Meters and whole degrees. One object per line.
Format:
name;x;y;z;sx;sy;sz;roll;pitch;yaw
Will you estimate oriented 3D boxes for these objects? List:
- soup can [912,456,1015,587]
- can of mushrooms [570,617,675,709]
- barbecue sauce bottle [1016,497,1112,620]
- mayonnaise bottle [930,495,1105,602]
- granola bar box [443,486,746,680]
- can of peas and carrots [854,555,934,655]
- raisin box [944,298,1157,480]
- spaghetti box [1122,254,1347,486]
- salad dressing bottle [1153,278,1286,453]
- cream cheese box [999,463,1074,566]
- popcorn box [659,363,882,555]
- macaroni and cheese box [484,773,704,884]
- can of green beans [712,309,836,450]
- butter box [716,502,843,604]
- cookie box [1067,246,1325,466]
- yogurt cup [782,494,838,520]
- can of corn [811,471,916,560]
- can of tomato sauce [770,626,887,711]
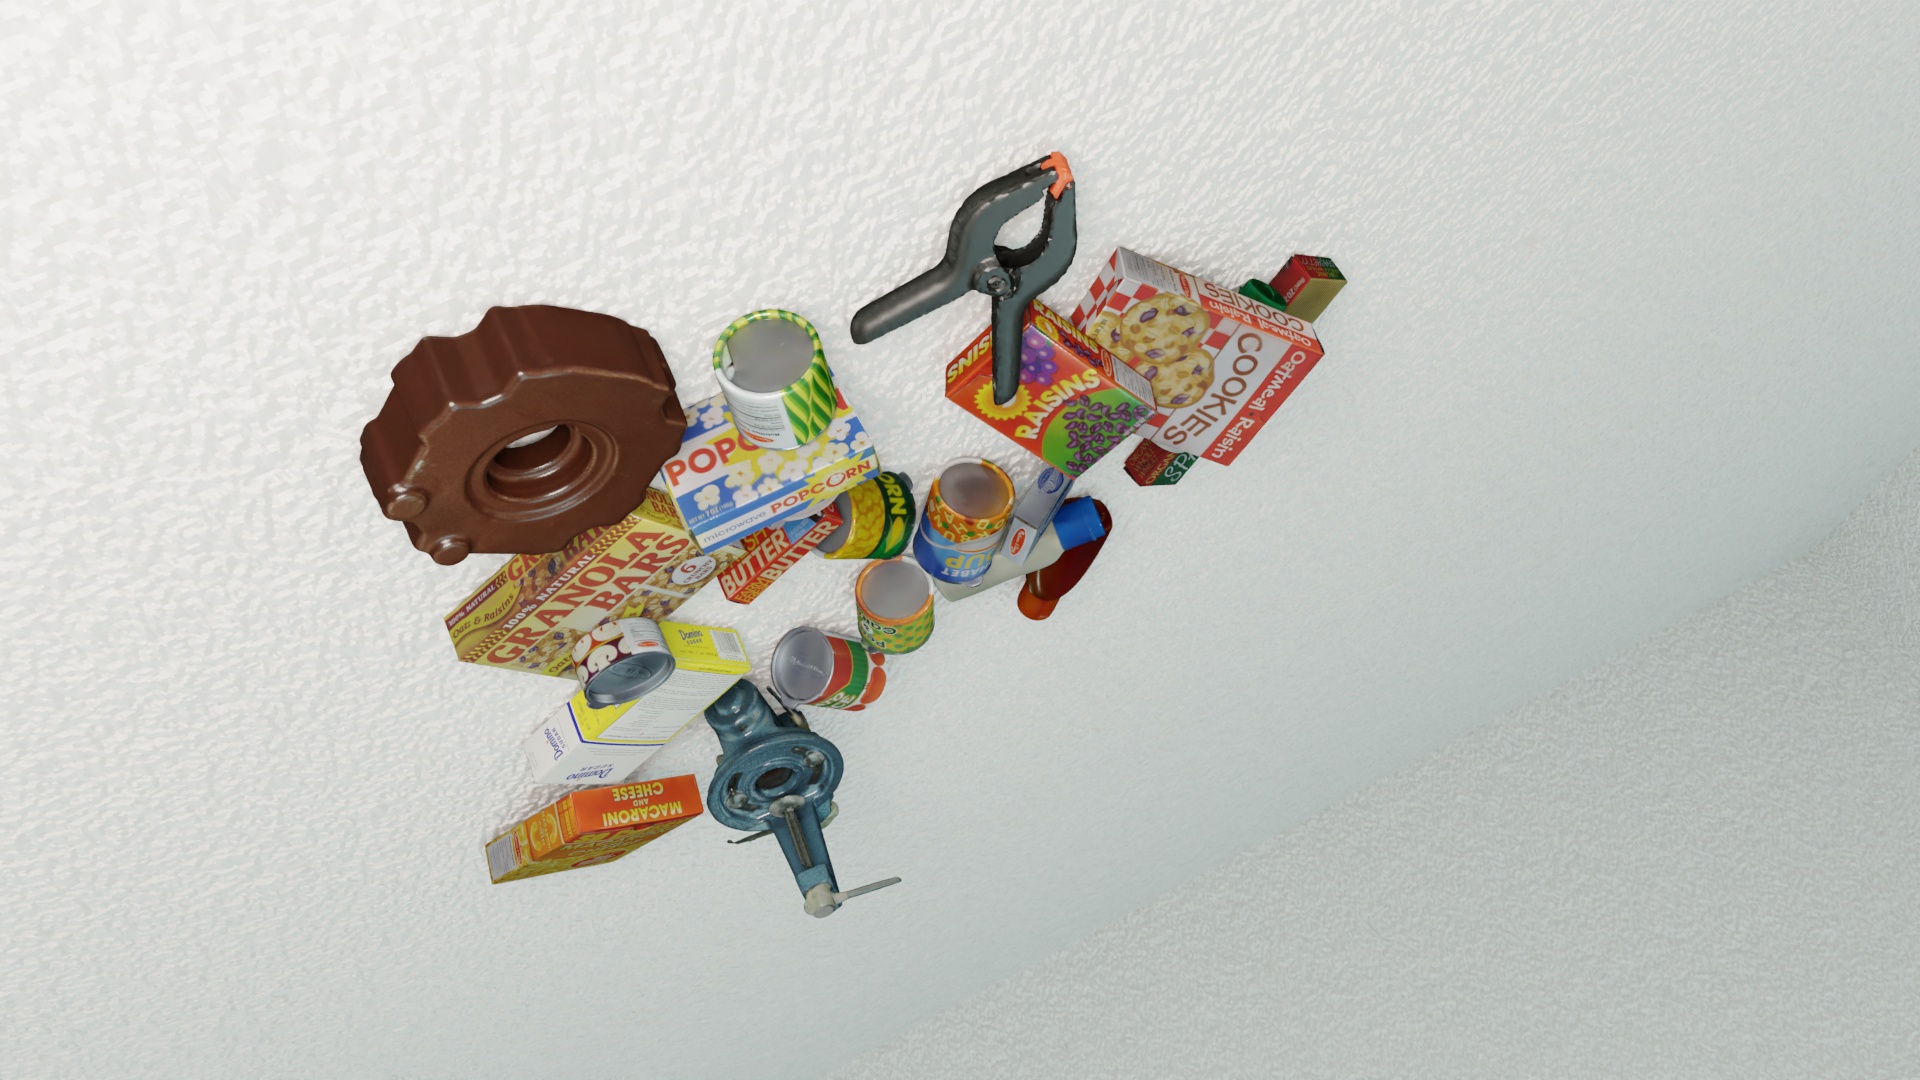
soup can;0.004;-0.014;1.093;0.071;0.071;0.083;-16;150;-25
can of mushrooms;-0.240;0.086;0.978;0.071;0.033;0.070;-24;154;-12
barbecue sauce bottle;0.088;0.020;1.266;0.065;0.044;0.147;-8;148;-21
mayonnaise bottle;0.047;0.005;1.172;0.148;0.041;0.064;-21;148;7
granola bar box;-0.249;0.029;0.953;0.165;0.039;0.124;-38;153;16
can of peas and carrots;-0.056;0.055;1.156;0.071;0.071;0.058;-22;151;-14
raisin box;0.062;-0.104;0.966;0.123;0.040;0.085;31;128;-29
spaghetti box;0.222;-0.134;1.149;0.050;0.029;0.248;-5;144;-39
salad dressing bottle;0.199;-0.137;1.094;0.147;0.044;0.064;-56;-172;31
cream cheese box;0.067;-0.033;1.117;0.104;0.024;0.053;-56;172;-37
popcorn box;-0.125;-0.056;0.876;0.127;0.085;0.038;-25;152;-9
macaroni and cheese box;-0.323;0.255;1.224;0.124;0.040;0.166;-1;157;-45
can of green beans;-0.112;-0.097;0.840;0.071;0.071;0.057;-25;152;-9
butter box;-0.134;-0.005;0.991;0.103;0.053;0.024;-40;150;19
cookie box;0.156;-0.128;1.004;0.167;0.040;0.122;17;133;-21
yogurt cup;-0.113;-0.050;0.933;0.072;0.054;0.072;-24;152;-13
can of corn;-0.074;-0.021;1.010;0.058;0.071;0.071;1;140;-44
can of tomato sauce;-0.113;0.114;1.200;0.071;0.071;0.083;-39;152;18
